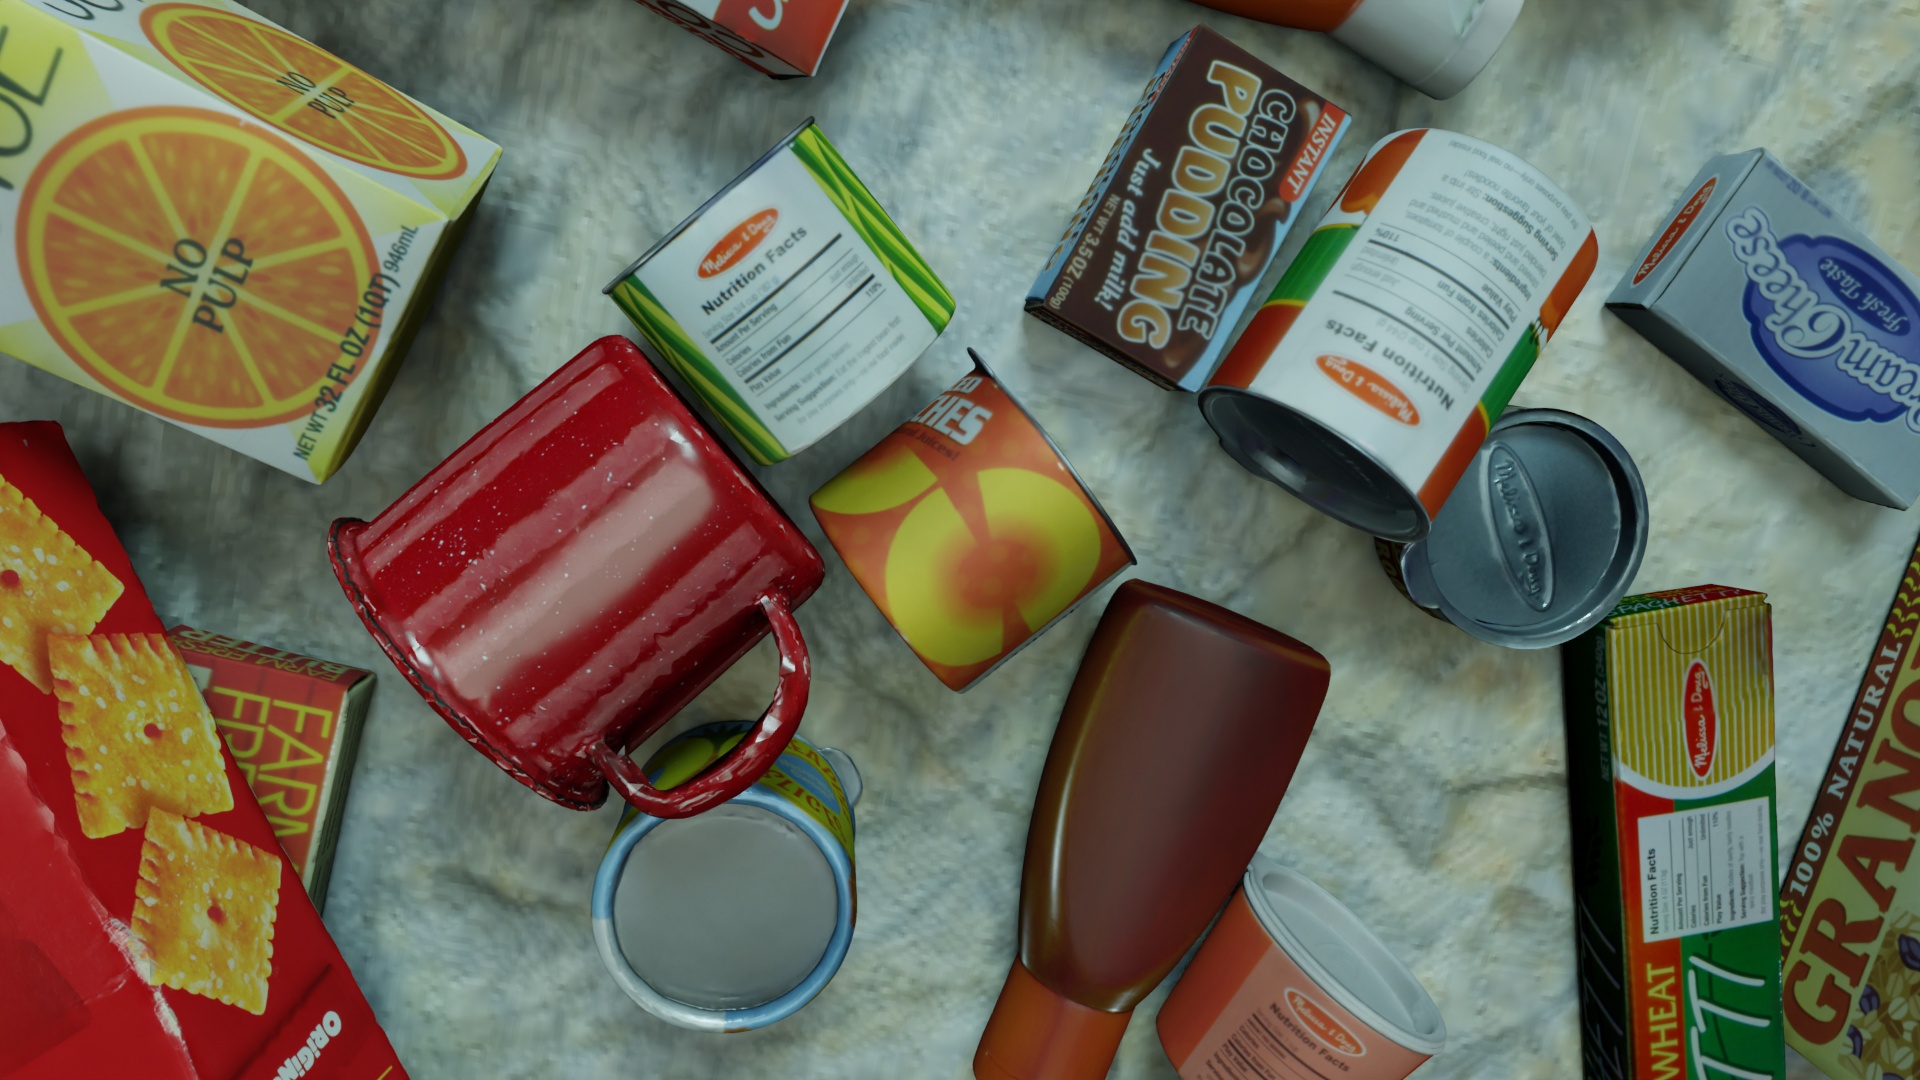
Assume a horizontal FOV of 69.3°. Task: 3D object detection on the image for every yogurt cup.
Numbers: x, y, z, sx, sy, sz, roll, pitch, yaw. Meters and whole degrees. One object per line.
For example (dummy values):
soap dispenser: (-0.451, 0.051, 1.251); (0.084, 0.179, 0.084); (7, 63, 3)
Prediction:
yogurt cup: (0.092, 0.133, 0.389); (0.072, 0.072, 0.054); (35, 102, -10)

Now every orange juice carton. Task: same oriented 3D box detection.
orange juice carton: (-0.207, -0.094, 0.293); (0.192, 0.073, 0.071); (26, 111, -21)

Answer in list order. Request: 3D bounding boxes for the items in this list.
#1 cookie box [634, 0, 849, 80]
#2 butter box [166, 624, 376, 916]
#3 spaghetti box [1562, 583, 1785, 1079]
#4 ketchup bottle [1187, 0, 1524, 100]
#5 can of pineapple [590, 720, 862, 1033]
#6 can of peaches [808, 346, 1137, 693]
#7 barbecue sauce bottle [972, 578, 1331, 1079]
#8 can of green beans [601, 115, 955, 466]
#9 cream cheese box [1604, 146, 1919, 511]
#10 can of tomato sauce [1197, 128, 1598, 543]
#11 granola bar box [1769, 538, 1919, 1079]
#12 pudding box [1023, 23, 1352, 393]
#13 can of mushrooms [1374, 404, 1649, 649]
cookie box: (-0.082, -0.197, 0.304); (0.167, 0.040, 0.122); (22, 98, -31)
butter box: (-0.196, 0.078, 0.371); (0.053, 0.024, 0.103); (14, 97, -8)
spaghetti box: (0.217, 0.138, 0.420); (0.050, 0.029, 0.249); (-8, 99, -5)
ketchup bottle: (0.071, -0.164, 0.352); (0.149, 0.043, 0.064); (27, 95, -10)
can of pineapple: (-0.059, 0.086, 0.369); (0.071, 0.058, 0.071); (-1, 99, -6)
can of peaches: (0.001, -0.004, 0.357); (0.058, 0.071, 0.071); (-38, 100, 2)
barbecue sauce bottle: (0.046, 0.089, 0.388); (0.065, 0.044, 0.148); (21, 97, -8)
can of green beans: (-0.043, -0.060, 0.342); (0.071, 0.071, 0.057); (-39, 107, 1)
cream cheese box: (0.242, -0.059, 0.395); (0.104, 0.024, 0.053); (34, 94, -10)
can of tomato sauce: (0.111, -0.052, 0.357); (0.071, 0.071, 0.083); (36, 84, -10)
granola bar box: (0.291, 0.083, 0.370); (0.039, 0.124, 0.165); (16, 97, -8)
pudding box: (0.059, -0.086, 0.369); (0.049, 0.030, 0.083); (29, 95, -10)
can of mushrooms: (0.150, -0.004, 0.389); (0.071, 0.033, 0.071); (-1, 99, -6)
